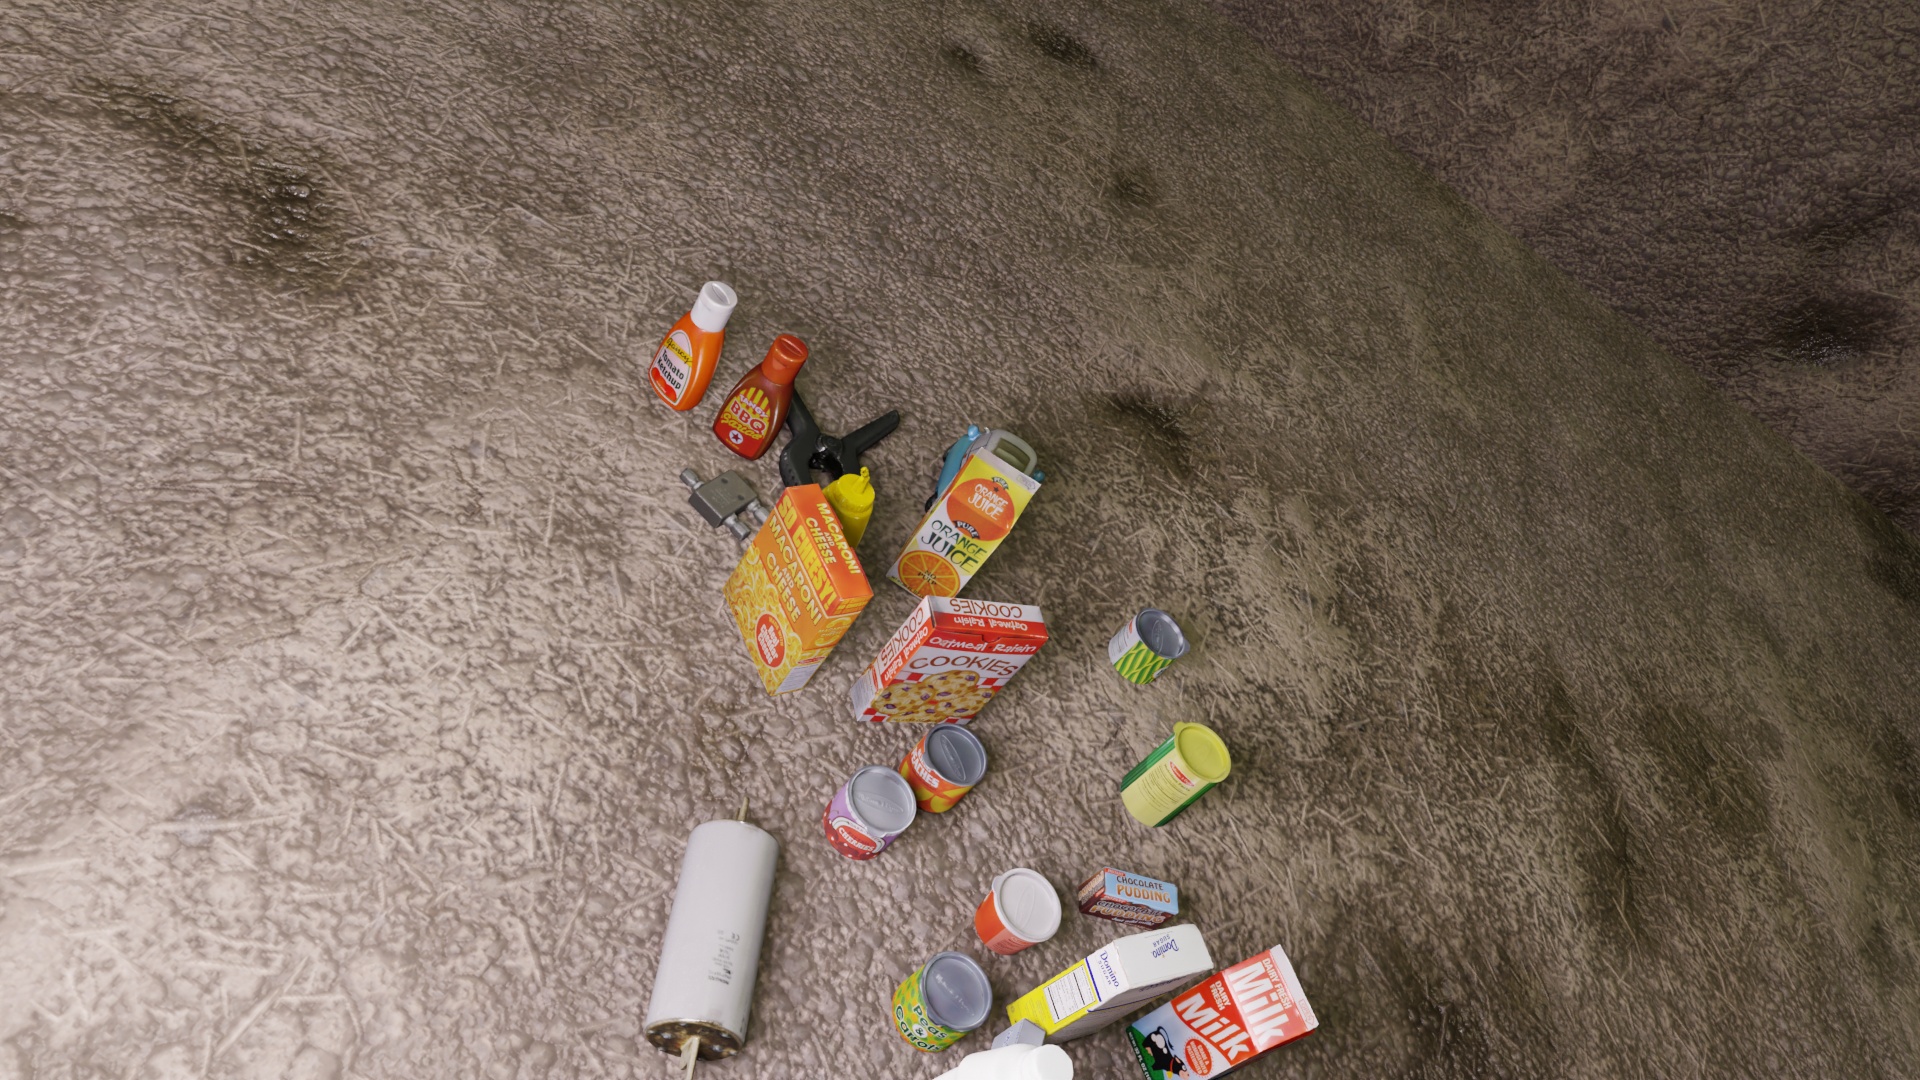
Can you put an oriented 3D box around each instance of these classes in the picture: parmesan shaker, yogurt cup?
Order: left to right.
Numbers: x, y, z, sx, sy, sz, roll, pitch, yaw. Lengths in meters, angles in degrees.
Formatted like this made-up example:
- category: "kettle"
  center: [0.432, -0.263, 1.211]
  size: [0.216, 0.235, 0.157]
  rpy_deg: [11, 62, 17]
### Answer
- category: "yogurt cup"
  center: [0.049, 0.335, 1.243]
  size: [0.072, 0.053, 0.073]
  rpy_deg: [19, 46, -21]
- category: "parmesan shaker"
  center: [0.214, 0.236, 1.406]
  size: [0.071, 0.102, 0.072]
  rpy_deg: [19, 46, -21]

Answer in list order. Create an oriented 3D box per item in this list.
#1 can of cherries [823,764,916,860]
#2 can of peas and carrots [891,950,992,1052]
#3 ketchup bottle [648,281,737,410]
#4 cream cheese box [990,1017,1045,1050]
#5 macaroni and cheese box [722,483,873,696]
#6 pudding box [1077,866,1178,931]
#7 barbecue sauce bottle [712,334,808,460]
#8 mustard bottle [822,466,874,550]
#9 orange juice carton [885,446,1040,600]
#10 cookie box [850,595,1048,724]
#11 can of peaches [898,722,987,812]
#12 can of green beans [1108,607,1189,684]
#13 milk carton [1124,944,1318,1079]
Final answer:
- category: "can of cherries"
  center: [-0.082, 0.243, 1.228]
  size: [0.071, 0.058, 0.072]
  rpy_deg: [19, 46, -21]
- category: "can of peas and carrots"
  center: [-0.017, 0.385, 1.151]
  size: [0.071, 0.058, 0.071]
  rpy_deg: [19, 46, -21]
- category: "ketchup bottle"
  center: [-0.269, -0.201, 1.414]
  size: [0.044, 0.148, 0.065]
  rpy_deg: [-25, 71, -45]
- category: "cream cheese box"
  center: [0.035, 0.449, 1.136]
  size: [0.024, 0.053, 0.104]
  rpy_deg: [33, 43, -6]
- category: "macaroni and cheese box"
  center: [-0.151, 0.046, 1.270]
  size: [0.040, 0.165, 0.124]
  rpy_deg: [-8, 60, -39]
- category: "pudding box"
  center: [0.160, 0.340, 1.318]
  size: [0.084, 0.049, 0.030]
  rpy_deg: [20, 46, -20]
- category: "barbecue sauce bottle"
  center: [-0.200, -0.148, 1.417]
  size: [0.065, 0.147, 0.044]
  rpy_deg: [38, 42, -1]
- category: "mustard bottle"
  center: [-0.120, -0.019, 1.352]
  size: [0.049, 0.159, 0.065]
  rpy_deg: [-7, 59, -38]
- category: "orange juice carton"
  center: [0.005, -0.018, 1.413]
  size: [0.072, 0.191, 0.073]
  rpy_deg: [34, 42, -6]
- category: "cookie box"
  center: [-0.012, 0.117, 1.305]
  size: [0.123, 0.166, 0.040]
  rpy_deg: [7, 51, -30]
- category: "can of peaches"
  center: [-0.019, 0.213, 1.298]
  size: [0.071, 0.057, 0.071]
  rpy_deg: [19, 46, -21]
- category: "can of green beans"
  center: [0.206, 0.117, 1.535]
  size: [0.071, 0.057, 0.071]
  rpy_deg: [19, 46, -21]
- category: "milk carton"
  center: [0.233, 0.416, 1.199]
  size: [0.073, 0.189, 0.072]
  rpy_deg: [-3, 57, -36]
